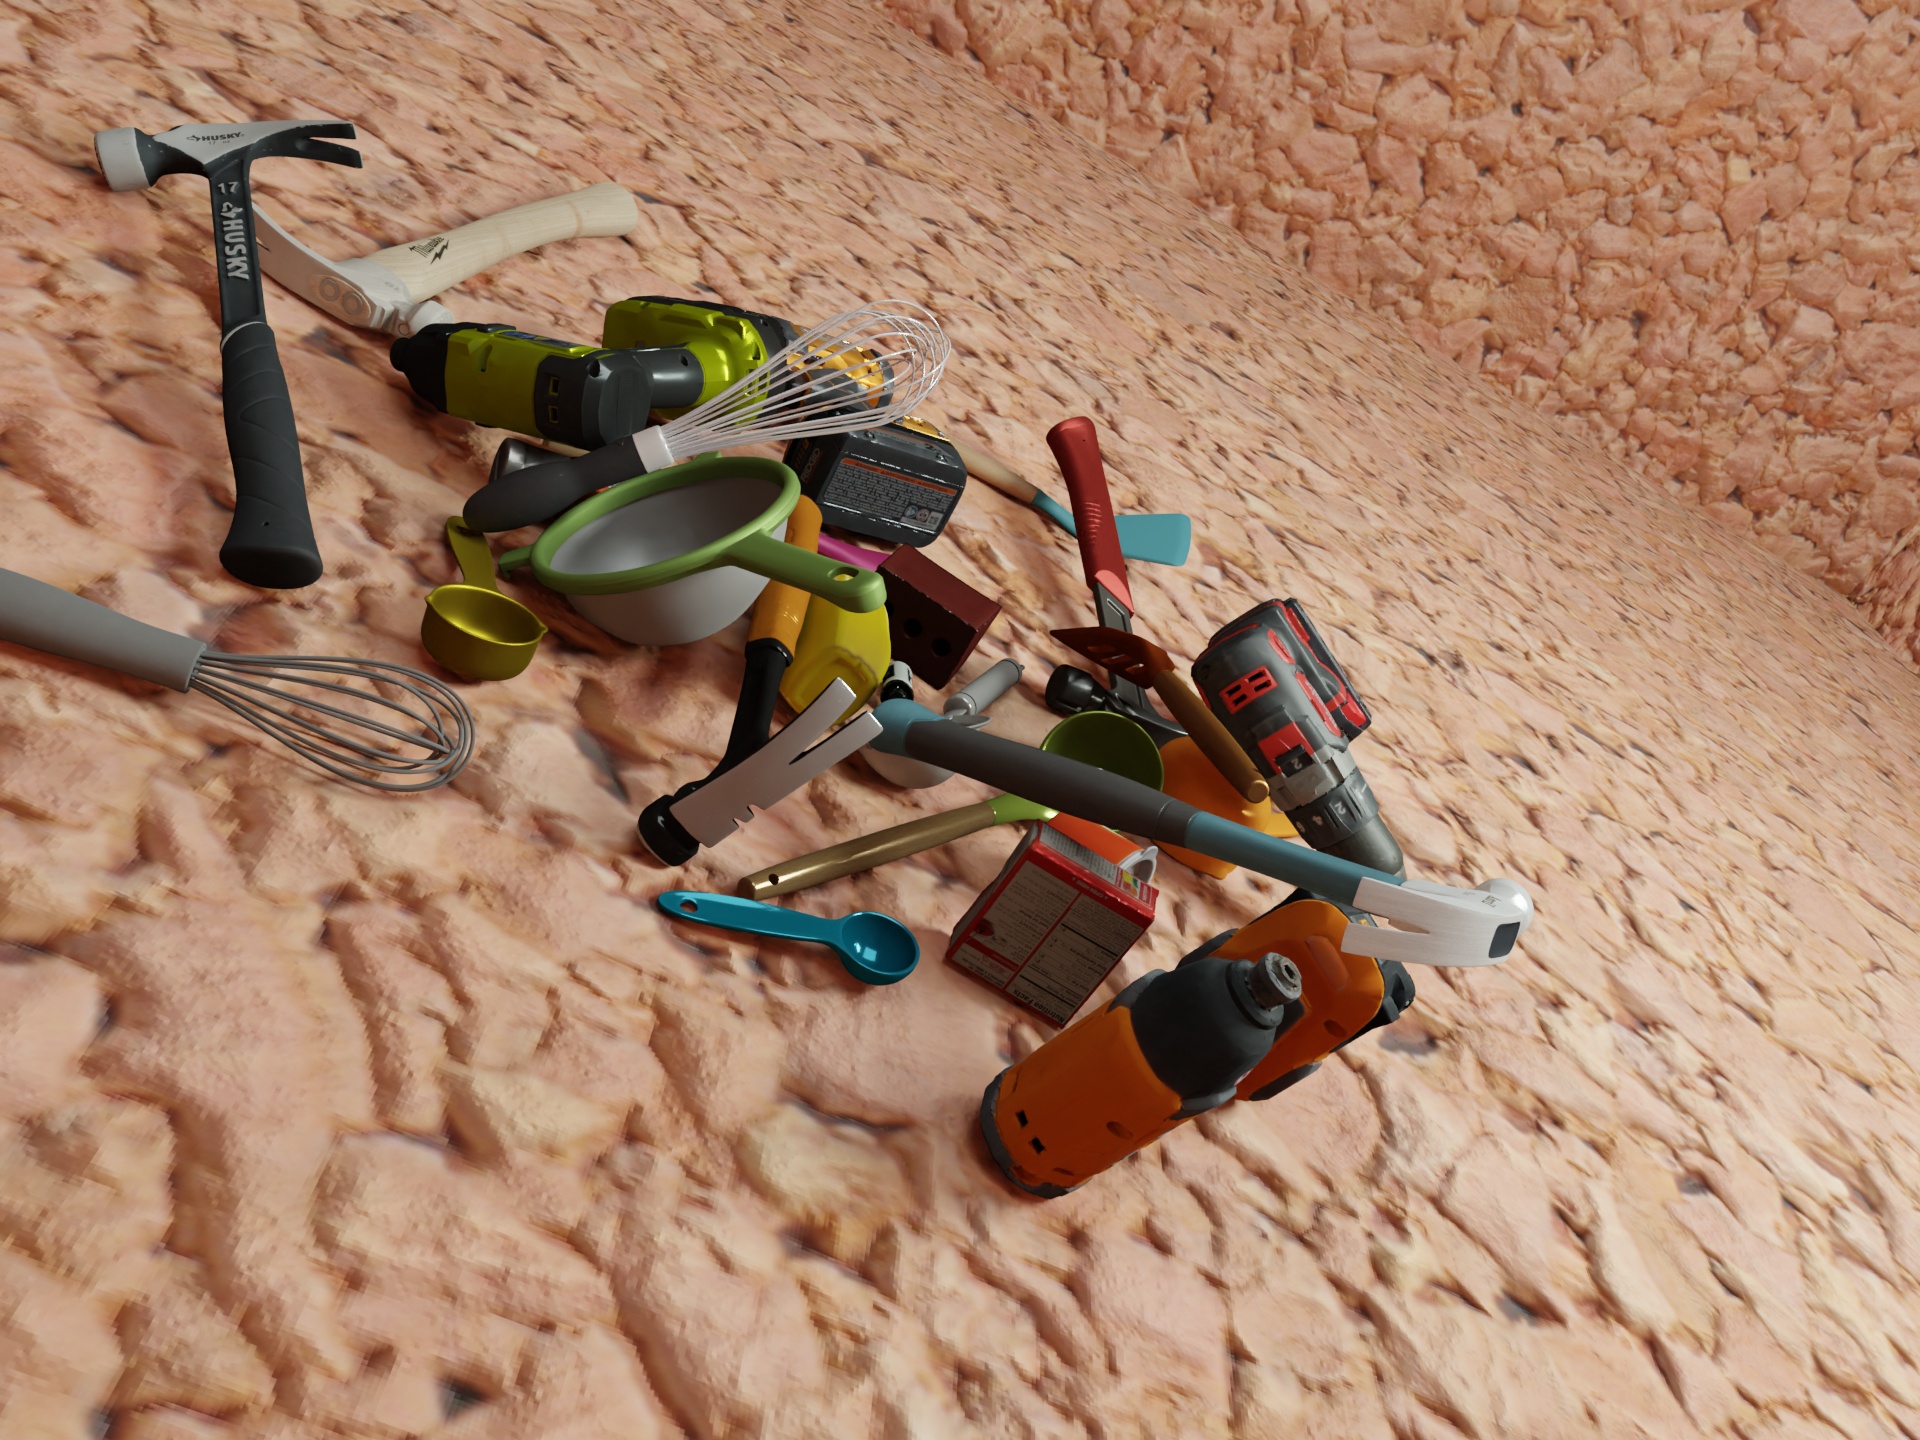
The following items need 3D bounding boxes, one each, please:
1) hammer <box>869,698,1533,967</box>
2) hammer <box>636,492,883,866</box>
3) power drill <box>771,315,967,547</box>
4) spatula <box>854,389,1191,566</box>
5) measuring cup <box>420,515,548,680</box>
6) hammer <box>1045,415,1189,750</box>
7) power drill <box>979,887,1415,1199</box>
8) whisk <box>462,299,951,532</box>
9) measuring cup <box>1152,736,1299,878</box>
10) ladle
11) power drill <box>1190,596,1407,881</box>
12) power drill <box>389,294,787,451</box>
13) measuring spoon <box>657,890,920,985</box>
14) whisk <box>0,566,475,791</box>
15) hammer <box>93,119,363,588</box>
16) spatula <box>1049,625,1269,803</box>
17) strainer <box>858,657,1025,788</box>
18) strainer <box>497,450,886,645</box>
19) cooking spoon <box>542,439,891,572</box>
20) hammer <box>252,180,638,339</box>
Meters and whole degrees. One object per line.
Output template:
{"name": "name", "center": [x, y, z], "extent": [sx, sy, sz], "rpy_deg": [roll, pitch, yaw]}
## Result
{"name": "hammer", "center": [0.102, 0.049, 0.771], "extent": [0.331, 0.033, 0.128], "rpy_deg": [18, 10, 26]}
{"name": "hammer", "center": [-0.097, -0.052, 0.873], "extent": [0.034, 0.127, 0.337], "rpy_deg": [49, 19, -24]}
{"name": "power drill", "center": [-0.110, -0.228, 1.160], "extent": [0.185, 0.084, 0.226], "rpy_deg": [11, 32, -34]}
{"name": "spatula", "center": [0.044, -0.207, 1.318], "extent": [0.317, 0.044, 0.082], "rpy_deg": [27, 39, -9]}
{"name": "measuring cup", "center": [-0.257, -0.066, 0.831], "extent": [0.062, 0.029, 0.157], "rpy_deg": [14, 23, -30]}
{"name": "hammer", "center": [0.118, -0.114, 1.215], "extent": [0.149, 0.036, 0.359], "rpy_deg": [20, 39, -23]}
{"name": "power drill", "center": [0.130, 0.141, 0.755], "extent": [0.226, 0.164, 0.084], "rpy_deg": [-9, 63, -53]}
{"name": "whisk", "center": [-0.139, -0.162, 0.877], "extent": [0.284, 0.070, 0.070], "rpy_deg": [-21, 46, -3]}
{"name": "measuring cup", "center": [0.191, 0.053, 1.060], "extent": [0.173, 0.052, 0.095], "rpy_deg": [3, 41, -40]}
{"name": "ladle", "center": [0.005, 0.052, 0.876], "extent": [0.320, 0.062, 0.078], "rpy_deg": [-13, 73, -50]}
{"name": "power drill", "center": [0.225, 0.013, 1.039], "extent": [0.188, 0.080, 0.227], "rpy_deg": [56, 16, -3]}
{"name": "power drill", "center": [-0.226, -0.221, 0.998], "extent": [0.171, 0.080, 0.223], "rpy_deg": [17, 22, 23]}
{"name": "measuring spoon", "center": [-0.083, 0.103, 0.755], "extent": [0.128, 0.021, 0.042], "rpy_deg": [14, 33, -15]}
{"name": "whisk", "center": [-0.324, -0.025, 0.671], "extent": [0.238, 0.055, 0.055], "rpy_deg": [20, 32, -17]}
{"name": "hammer", "center": [-0.385, -0.218, 0.869], "extent": [0.149, 0.036, 0.409], "rpy_deg": [-14, 52, -16]}
{"name": "spatula", "center": [0.120, -0.007, 0.925], "extent": [0.081, 0.041, 0.323], "rpy_deg": [29, 12, -15]}
{"name": "strainer", "center": [-0.002, -0.003, 0.967], "extent": [0.087, 0.050, 0.258], "rpy_deg": [-5, 13, 21]}
{"name": "strainer", "center": [-0.118, -0.071, 0.835], "extent": [0.151, 0.069, 0.257], "rpy_deg": [-34, 36, -30]}
{"name": "cooking spoon", "center": [-0.123, -0.128, 1.055], "extent": [0.318, 0.017, 0.069], "rpy_deg": [19, 31, -26]}
{"name": "hammer", "center": [-0.347, -0.355, 1.155], "extent": [0.146, 0.038, 0.411], "rpy_deg": [31, 29, -2]}
